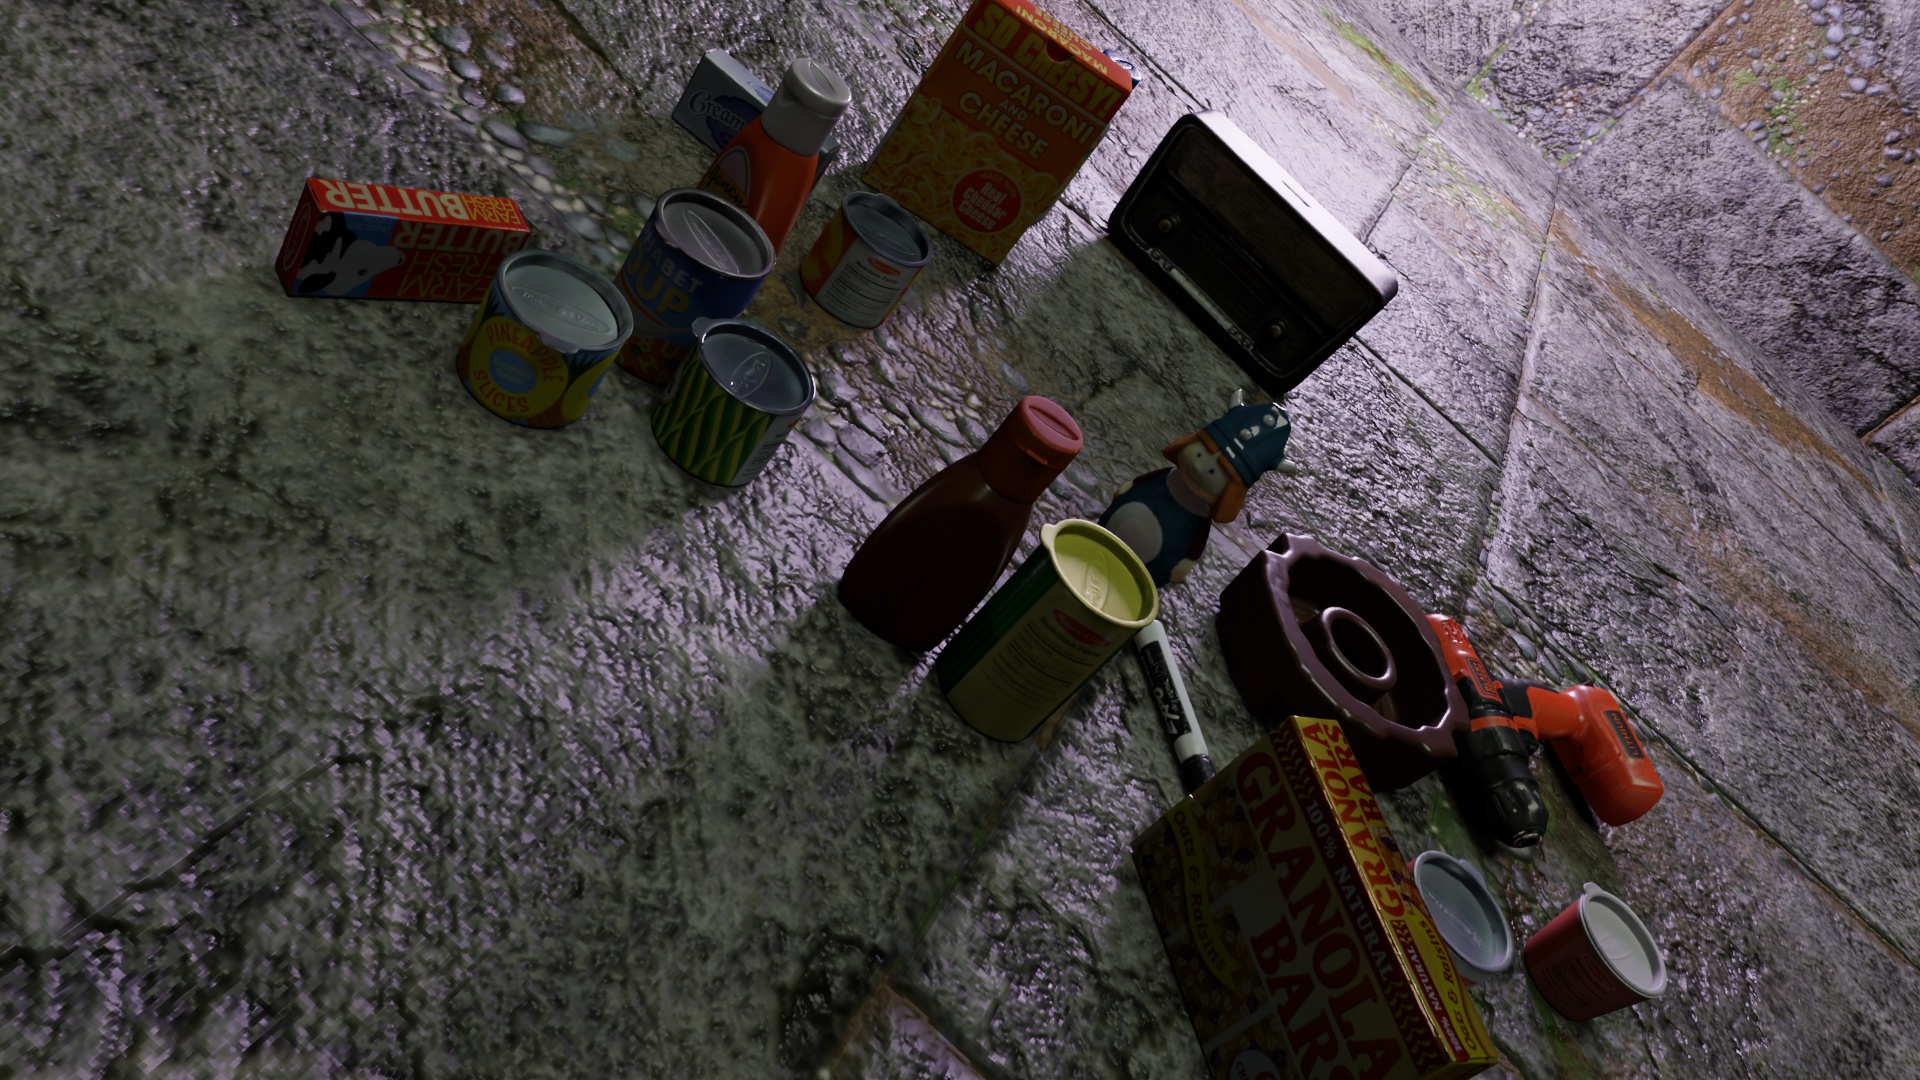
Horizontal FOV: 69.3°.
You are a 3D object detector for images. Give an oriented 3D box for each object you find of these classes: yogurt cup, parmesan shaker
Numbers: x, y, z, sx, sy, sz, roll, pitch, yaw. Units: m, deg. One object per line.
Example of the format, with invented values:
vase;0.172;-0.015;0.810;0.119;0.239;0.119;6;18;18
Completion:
yogurt cup;0.381;0.254;0.840;0.072;0.053;0.073;26;38;-22
parmesan shaker;0.040;0.045;0.699;0.071;0.102;0.072;26;38;-22

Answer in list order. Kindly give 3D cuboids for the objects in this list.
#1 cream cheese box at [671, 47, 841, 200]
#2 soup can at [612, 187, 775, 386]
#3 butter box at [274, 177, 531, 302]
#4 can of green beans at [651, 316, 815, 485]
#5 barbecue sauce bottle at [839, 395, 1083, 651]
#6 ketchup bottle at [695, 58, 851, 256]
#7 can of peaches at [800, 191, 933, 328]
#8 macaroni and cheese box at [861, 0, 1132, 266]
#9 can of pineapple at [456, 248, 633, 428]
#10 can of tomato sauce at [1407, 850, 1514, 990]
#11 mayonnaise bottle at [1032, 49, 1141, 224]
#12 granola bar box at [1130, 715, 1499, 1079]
cream cheese box;-0.135;-0.271;0.917;0.104;0.053;0.024;39;35;-4
soup can;-0.148;-0.132;0.729;0.071;0.083;0.072;26;38;-22
butter box;-0.262;-0.140;0.656;0.104;0.053;0.024;-8;57;-47
can of green beans;-0.117;-0.071;0.714;0.071;0.057;0.071;26;38;-22
barbecue sauce bottle;0.002;-0.009;0.682;0.065;0.148;0.044;33;35;-12
ketchup bottle;-0.113;-0.199;0.779;0.043;0.148;0.065;-5;56;-47
can of peaches;-0.060;-0.180;0.886;0.071;0.057;0.071;26;38;-22
macaroni and cheese box;0.025;-0.296;0.999;0.123;0.165;0.040;29;36;-17
can of pineapple;-0.199;-0.095;0.662;0.071;0.057;0.071;26;38;-22
can of tomato sauce;0.231;0.209;0.720;0.071;0.082;0.071;26;38;-22
mayonnaise bottle;0.083;-0.314;1.089;0.041;0.147;0.065;51;36;14
granola bar box;0.153;0.183;0.639;0.039;0.123;0.166;13;44;-35
